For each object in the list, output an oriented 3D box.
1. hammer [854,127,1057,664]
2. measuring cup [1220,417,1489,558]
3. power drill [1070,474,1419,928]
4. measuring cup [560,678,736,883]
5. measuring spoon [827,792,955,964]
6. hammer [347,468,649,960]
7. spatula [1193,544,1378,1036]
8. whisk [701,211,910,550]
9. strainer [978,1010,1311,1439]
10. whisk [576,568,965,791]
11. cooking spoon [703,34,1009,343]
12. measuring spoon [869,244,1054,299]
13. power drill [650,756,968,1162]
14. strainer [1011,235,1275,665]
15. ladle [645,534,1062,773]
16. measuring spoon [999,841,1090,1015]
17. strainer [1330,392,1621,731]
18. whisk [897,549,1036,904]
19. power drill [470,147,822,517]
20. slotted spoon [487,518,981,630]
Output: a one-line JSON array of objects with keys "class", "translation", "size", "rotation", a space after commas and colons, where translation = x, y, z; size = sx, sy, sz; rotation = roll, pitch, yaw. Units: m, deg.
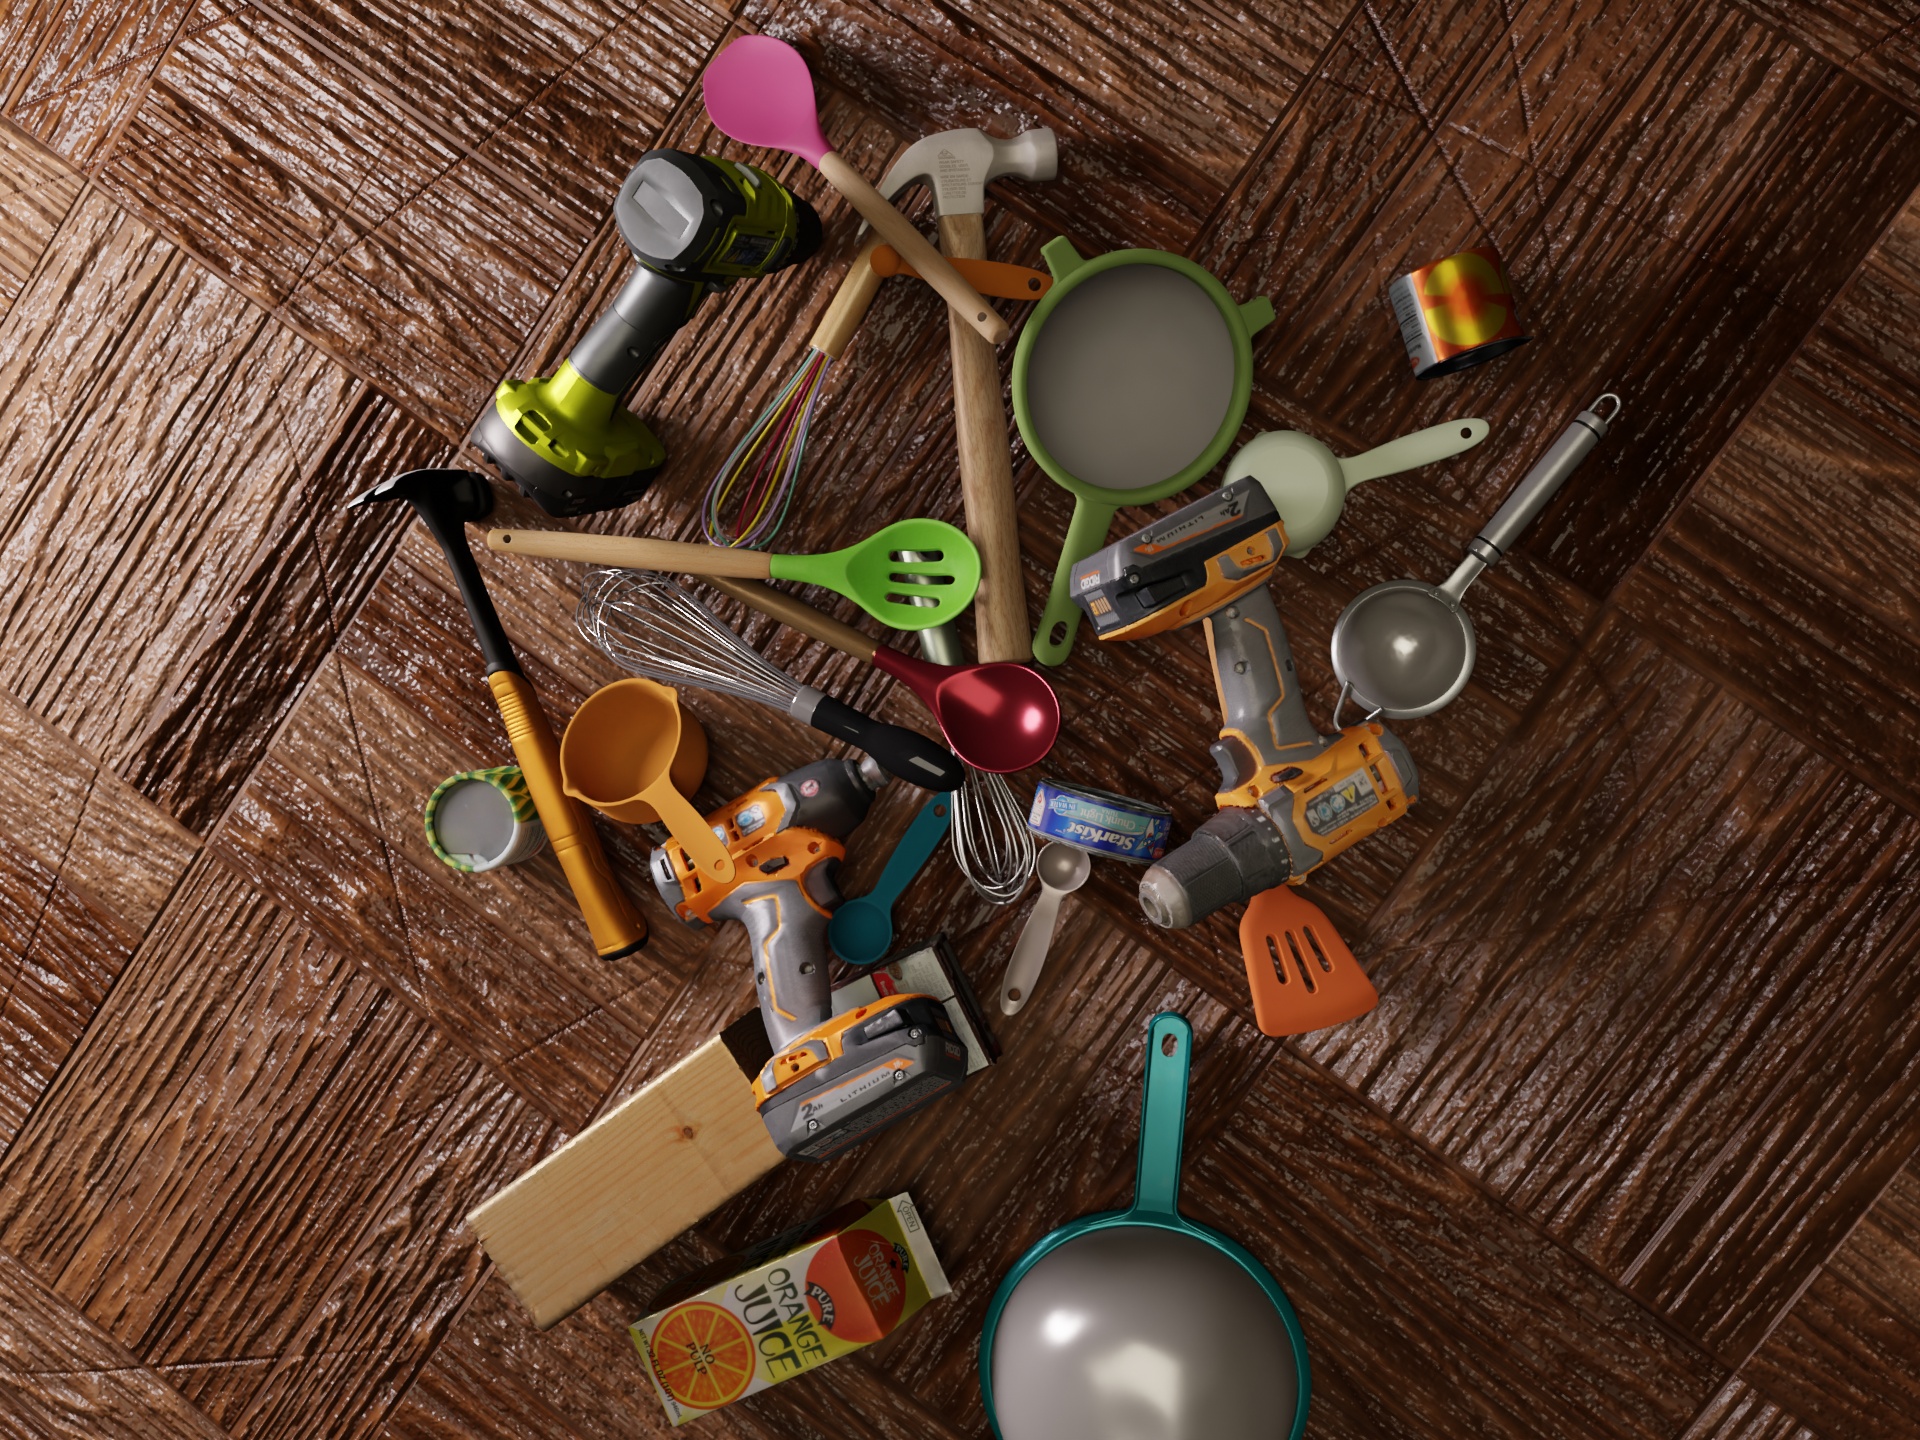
[{"class": "hammer", "translation": [0.009, -0.199, 0.996], "size": [0.130, 0.031, 0.331], "rotation": [-6, 94, -6]}, {"class": "measuring cup", "translation": [0.240, -0.153, 0.966], "size": [0.167, 0.038, 0.083], "rotation": [-18, 89, 11]}, {"class": "power drill", "translation": [0.147, -0.005, 0.925], "size": [0.185, 0.084, 0.226], "rotation": [-29, 94, -19]}, {"class": "measuring cup", "translation": [-0.180, 0.049, 1.000], "size": [0.095, 0.052, 0.174], "rotation": [-43, 60, -1]}, {"class": "measuring spoon", "translation": [-0.040, 0.100, 1.032], "size": [0.042, 0.021, 0.128], "rotation": [33, 87, 7]}, {"class": "hammer", "translation": [-0.282, -0.001, 1.020], "size": [0.034, 0.127, 0.337], "rotation": [-21, 94, 14]}, {"class": "spatula", "translation": [0.182, 0.029, 0.980], "size": [0.081, 0.041, 0.322], "rotation": [-11, 88, -15]}, {"class": "whisk", "translation": [-0.095, -0.214, 1.015], "size": [0.051, 0.047, 0.245], "rotation": [29, 92, -11]}, {"class": "strainer", "translation": [0.115, 0.355, 0.972], "size": [0.211, 0.095, 0.340], "rotation": [5, 94, 9]}, {"class": "whisk", "translation": [-0.122, -0.024, 0.999], "size": [0.285, 0.070, 0.070], "rotation": [26, 95, 14]}, {"class": "cooking spoon", "translation": [-0.066, -0.325, 0.965], "size": [0.069, 0.017, 0.319], "rotation": [-43, 62, 7]}, {"class": "measuring spoon", "translation": [0.003, -0.273, 0.969], "size": [0.117, 0.011, 0.021], "rotation": [7, 92, -7]}, {"class": "power drill", "translation": [-0.082, 0.134, 0.977], "size": [0.164, 0.084, 0.227], "rotation": [-31, 63, 7]}, {"class": "strainer", "translation": [0.082, -0.162, 0.981], "size": [0.151, 0.069, 0.256], "rotation": [10, 108, -19]}, {"class": "ladle", "translation": [-0.074, -0.051, 0.997], "size": [0.315, 0.031, 0.069], "rotation": [27, 83, 19]}, {"class": "measuring spoon", "translation": [0.051, 0.132, 1.019], "size": [0.034, 0.018, 0.124], "rotation": [21, 101, 3]}, {"class": "strainer", "translation": [0.310, -0.097, 0.960], "size": [0.087, 0.050, 0.258], "rotation": [41, 94, 20]}, {"class": "whisk", "translation": [-0.002, -0.003, 1.007], "size": [0.059, 0.057, 0.246], "rotation": [-19, 83, 46]}, {"class": "power drill", "translation": [-0.181, -0.239, 0.971], "size": [0.080, 0.190, 0.228], "rotation": [43, 111, 5]}, {"class": "slotted spoon", "translation": [-0.142, -0.100, 0.990], "size": [0.314, 0.031, 0.070], "rotation": [6, 84, 6]}]
